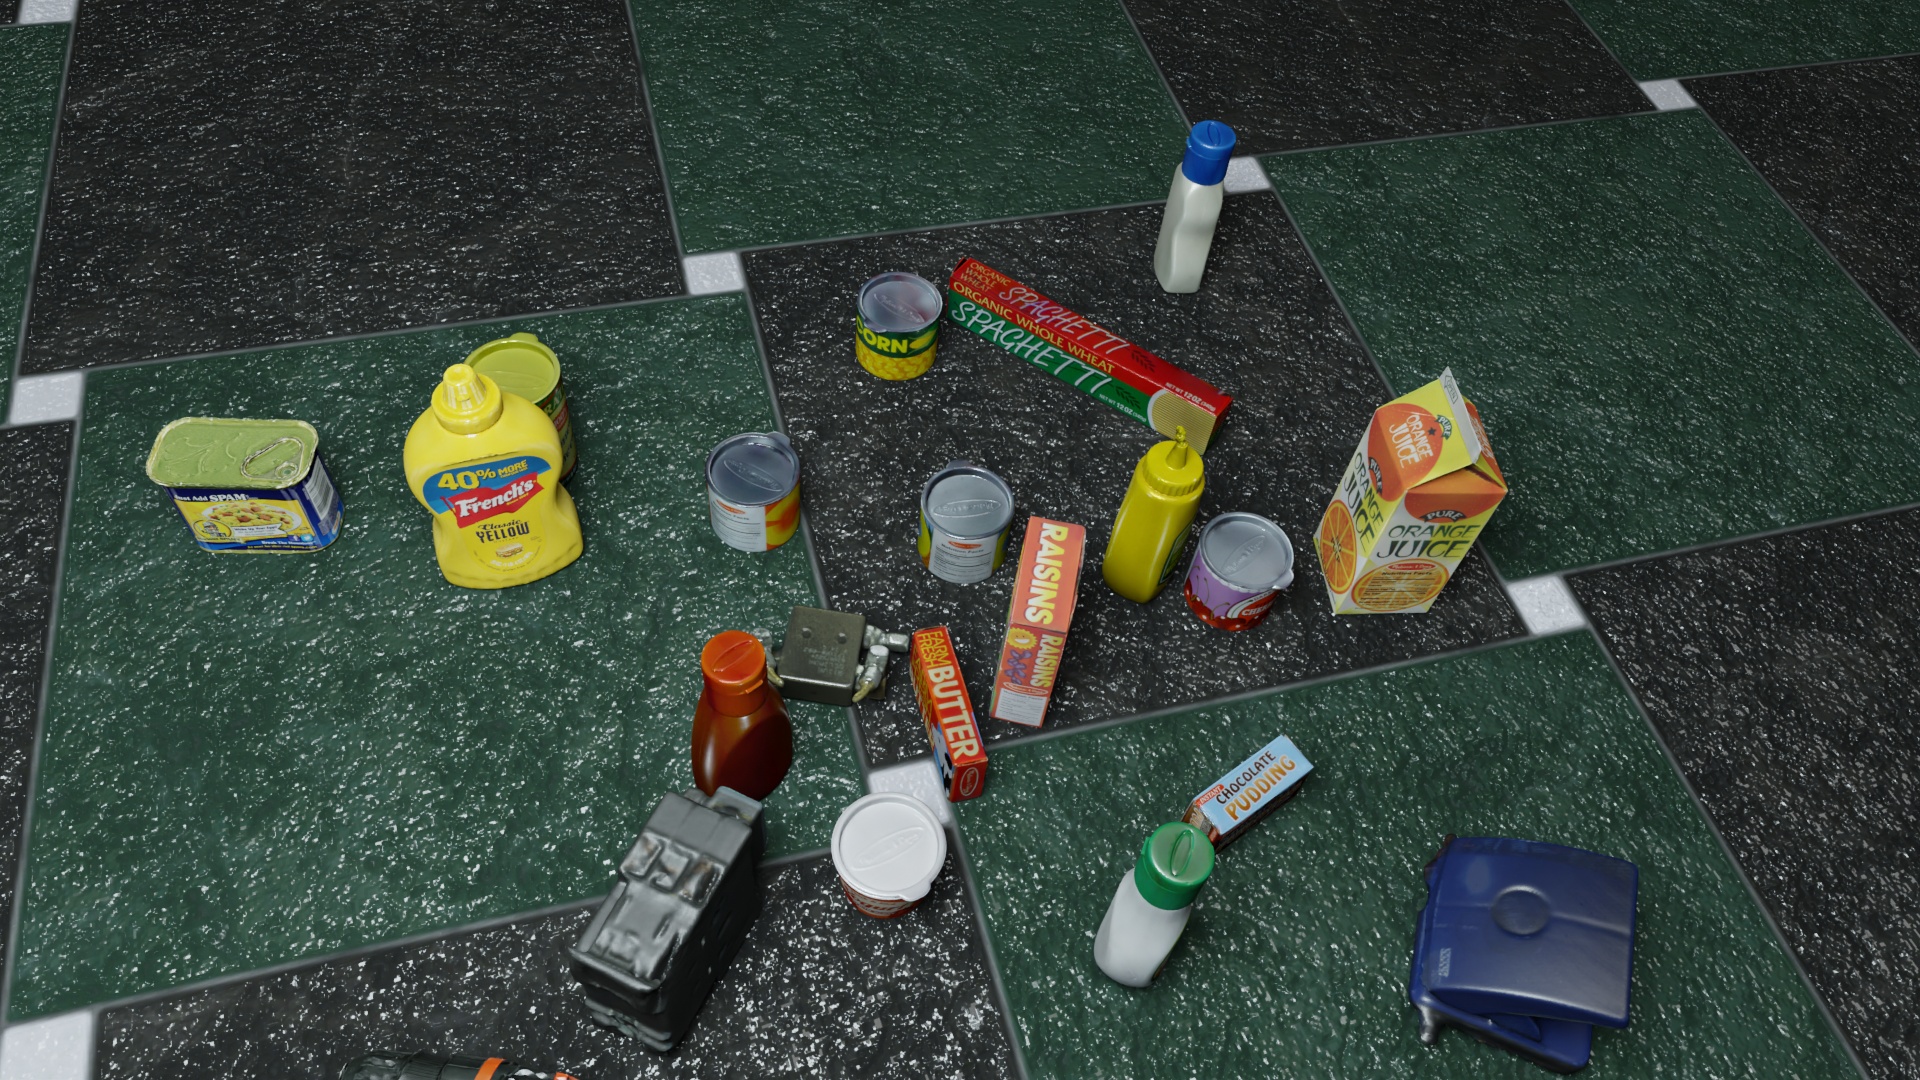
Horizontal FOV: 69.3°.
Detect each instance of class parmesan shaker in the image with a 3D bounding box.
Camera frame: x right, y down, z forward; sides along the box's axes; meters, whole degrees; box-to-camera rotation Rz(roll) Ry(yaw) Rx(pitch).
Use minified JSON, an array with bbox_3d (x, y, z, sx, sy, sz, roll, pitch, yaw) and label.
[{"bbox_3d":[-0.310,-0.087,0.987,0.071,0.102,0.071,3,54,-4],"label":"parmesan shaker"}]

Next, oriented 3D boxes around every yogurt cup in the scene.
[{"bbox_3d":[-0.044,0.193,0.841,0.072,0.053,0.073,3,54,-4],"label":"yogurt cup"}]

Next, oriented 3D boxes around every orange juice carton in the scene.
[{"bbox_3d":[0.311,-0.029,0.955,0.073,0.191,0.072,-1,54,-7],"label":"orange juice carton"}]

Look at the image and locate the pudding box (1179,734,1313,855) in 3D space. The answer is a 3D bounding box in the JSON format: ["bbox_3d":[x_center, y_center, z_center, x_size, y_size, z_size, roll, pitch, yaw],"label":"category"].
[{"bbox_3d":[0.182,0.165,0.889,0.084,0.049,0.030,-29,62,-24],"label":"pudding box"}]

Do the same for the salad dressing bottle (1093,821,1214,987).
[{"bbox_3d":[0.110,0.207,0.790,0.044,0.146,0.064,21,55,9],"label":"salad dressing bottle"}]

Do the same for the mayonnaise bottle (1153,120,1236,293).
[{"bbox_3d":[0.194,-0.276,1.151,0.041,0.147,0.065,0,54,-6],"label":"mayonnaise bottle"}]

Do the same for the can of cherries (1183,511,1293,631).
[{"bbox_3d":[0.198,0.024,0.987,0.071,0.058,0.072,3,54,-4],"label":"can of cherries"}]

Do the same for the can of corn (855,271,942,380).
[{"bbox_3d":[-0.051,-0.168,1.101,0.071,0.058,0.071,3,54,-4],"label":"can of corn"}]

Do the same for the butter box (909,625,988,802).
[{"bbox_3d":[-0.009,0.112,0.904,0.024,0.052,0.104,-10,56,-13],"label":"butter box"}]

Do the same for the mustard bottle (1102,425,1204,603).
[{"bbox_3d":[0.136,-0.022,0.951,0.049,0.159,0.065,28,56,14],"label":"mustard bottle"}]

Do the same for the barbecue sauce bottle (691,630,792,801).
[{"bbox_3d":[-0.133,0.108,0.835,0.065,0.147,0.044,-35,64,-26],"label":"barbecue sauce bottle"}]

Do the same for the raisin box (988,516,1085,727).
[{"bbox_3d":[0.050,0.055,0.909,0.040,0.122,0.086,12,54,3],"label":"raisin box"}]

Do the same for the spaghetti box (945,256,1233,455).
[{"bbox_3d":[0.097,-0.149,1.108,0.250,0.050,0.029,31,57,16],"label":"spaghetti box"}]

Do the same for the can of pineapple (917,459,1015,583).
[{"bbox_3d":[0.004,-0.012,0.994,0.071,0.057,0.071,3,54,-4],"label":"can of pineapple"}]

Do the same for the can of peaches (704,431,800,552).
[{"bbox_3d":[-0.146,-0.035,0.994,0.071,0.057,0.071,3,54,-4],"label":"can of peaches"}]
